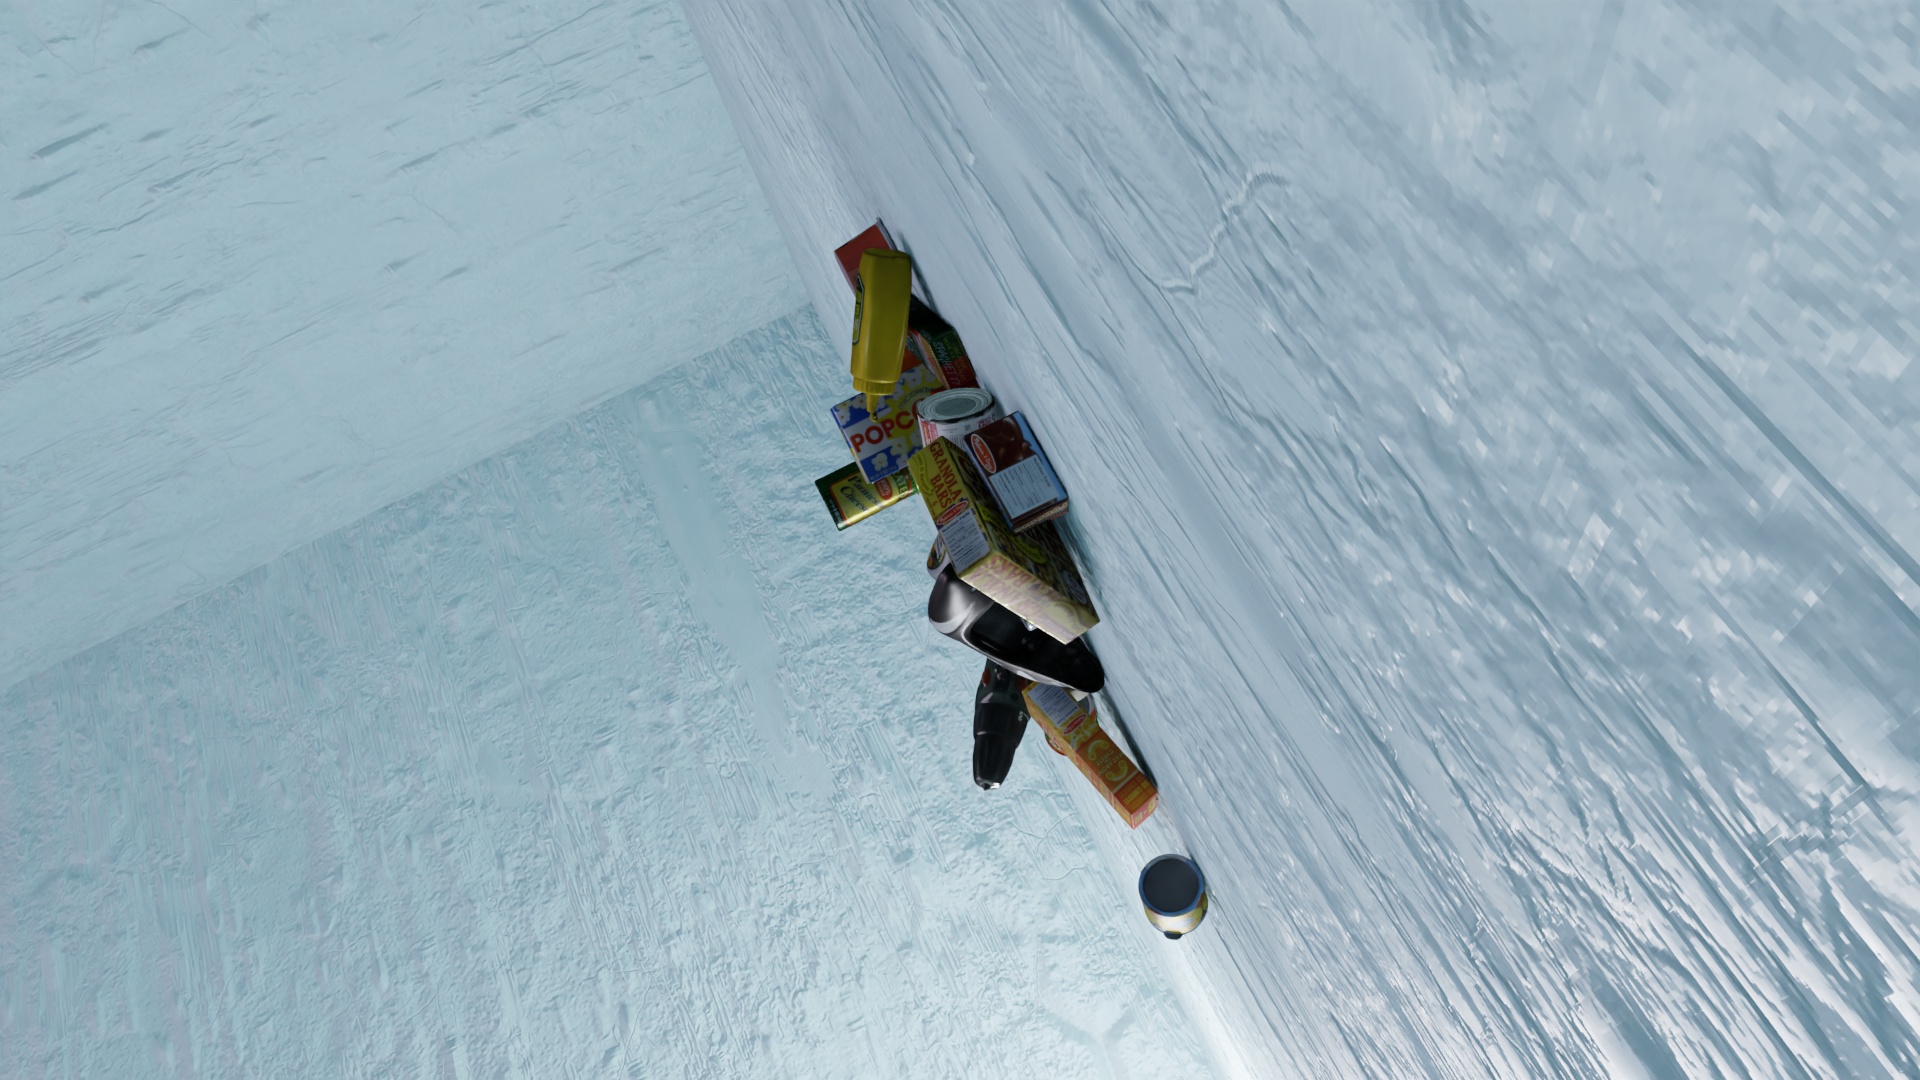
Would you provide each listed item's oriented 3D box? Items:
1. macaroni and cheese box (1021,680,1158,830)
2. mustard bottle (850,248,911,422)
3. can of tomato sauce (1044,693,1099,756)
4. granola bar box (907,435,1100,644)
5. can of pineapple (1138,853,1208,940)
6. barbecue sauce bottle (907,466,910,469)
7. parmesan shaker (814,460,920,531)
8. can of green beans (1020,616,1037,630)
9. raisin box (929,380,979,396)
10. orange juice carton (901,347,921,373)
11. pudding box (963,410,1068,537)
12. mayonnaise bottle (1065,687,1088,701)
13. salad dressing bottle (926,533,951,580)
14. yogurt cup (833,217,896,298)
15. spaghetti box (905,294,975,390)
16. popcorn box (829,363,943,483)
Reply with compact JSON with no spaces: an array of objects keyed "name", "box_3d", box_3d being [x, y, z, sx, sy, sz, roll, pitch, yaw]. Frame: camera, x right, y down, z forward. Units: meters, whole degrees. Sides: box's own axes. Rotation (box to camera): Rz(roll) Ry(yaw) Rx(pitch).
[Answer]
[{"name":"macaroni and cheese box","box_3d":[0.137,0.219,1.447,0.167,0.040,0.123,47,173,19]},{"name":"mustard bottle","box_3d":[-0.075,-0.186,1.279,0.065,0.049,0.159,-122,37,-70]},{"name":"can of tomato sauce","box_3d":[0.127,0.210,1.626,0.071,0.071,0.082,62,176,29]},{"name":"granola bar box","box_3d":[0.037,0.001,1.107,0.165,0.039,0.125,33,-154,-49]},{"name":"can of pineapple","box_3d":[0.214,0.357,1.396,0.071,0.071,0.057,61,176,36]},{"name":"barbecue sauce bottle","box_3d":[-0.020,-0.078,1.484,0.149,0.043,0.065,38,-173,22]},{"name":"parmesan shaker","box_3d":[-0.105,-0.059,1.583,0.071,0.103,0.071,62,176,9]},{"name":"can of green beans","box_3d":[0.071,0.038,1.217,0.071,0.058,0.071,63,177,7]},{"name":"raisin box","box_3d":[0.016,-0.087,1.280,0.086,0.040,0.123,-130,14,-80]},{"name":"orange juice carton","box_3d":[-0.050,-0.147,1.585,0.193,0.072,0.073,63,176,11]},{"name":"pudding box","box_3d":[0.042,-0.051,1.052,0.084,0.050,0.030,62,174,20]},{"name":"mayonnaise bottle","box_3d":[0.112,0.135,1.488,0.065,0.041,0.147,59,176,15]},{"name":"salad dressing bottle","box_3d":[0.005,-0.018,1.423,0.064,0.044,0.146,-88,15,-46]},{"name":"yogurt cup","box_3d":[-0.089,-0.272,1.367,0.072,0.054,0.072,63,177,6]},{"name":"spaghetti box","box_3d":[-0.034,-0.194,1.319,0.050,0.029,0.251,65,177,-22]},{"name":"popcorn box","box_3d":[-0.054,-0.120,1.372,0.085,0.127,0.038,64,173,-5]}]
